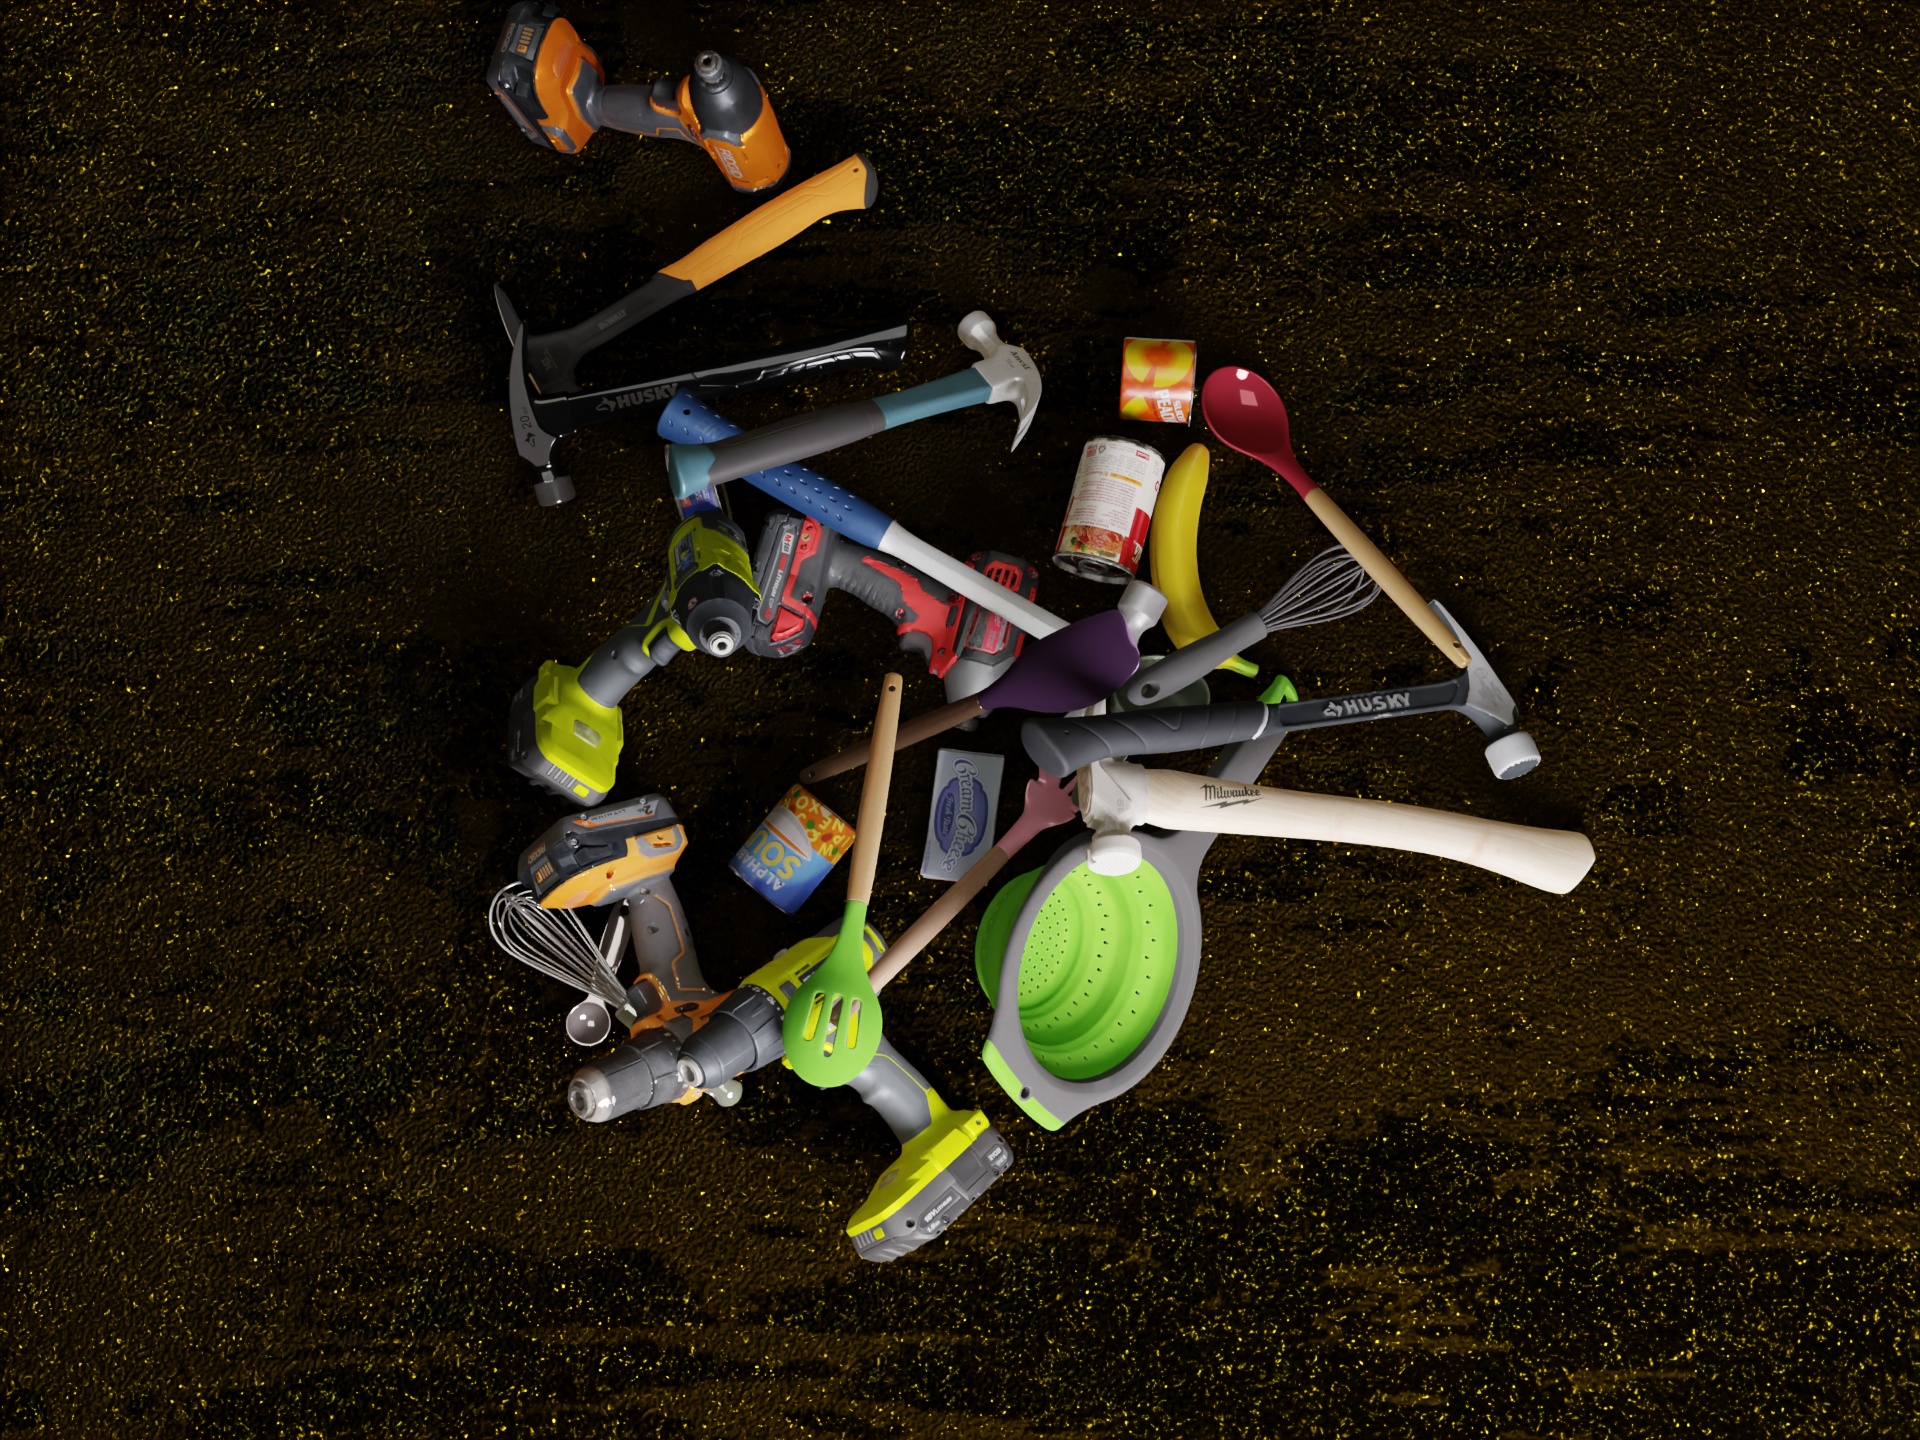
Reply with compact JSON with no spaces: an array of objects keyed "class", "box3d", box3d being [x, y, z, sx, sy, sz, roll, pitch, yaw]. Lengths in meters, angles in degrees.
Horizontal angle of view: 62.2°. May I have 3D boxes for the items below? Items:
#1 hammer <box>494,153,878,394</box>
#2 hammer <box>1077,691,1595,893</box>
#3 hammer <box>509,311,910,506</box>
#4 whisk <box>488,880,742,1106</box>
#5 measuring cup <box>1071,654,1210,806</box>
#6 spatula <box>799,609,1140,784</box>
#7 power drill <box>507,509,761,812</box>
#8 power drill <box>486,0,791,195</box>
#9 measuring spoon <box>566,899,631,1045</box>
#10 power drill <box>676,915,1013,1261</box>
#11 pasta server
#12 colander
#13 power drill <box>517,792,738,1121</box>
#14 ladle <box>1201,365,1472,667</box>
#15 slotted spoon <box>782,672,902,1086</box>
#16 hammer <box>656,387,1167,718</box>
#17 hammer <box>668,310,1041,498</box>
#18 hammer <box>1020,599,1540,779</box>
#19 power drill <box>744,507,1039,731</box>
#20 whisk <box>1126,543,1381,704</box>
[{"class":"hammer","box3d":[-0.223,-0.386,1.337,0.337,0.034,0.127,-30,82,-1]},{"class":"hammer","box3d":[0.282,0.065,1.175,0.410,0.038,0.146,9,57,-15]},{"class":"hammer","box3d":[-0.203,-0.284,1.300,0.334,0.035,0.146,-14,111,-3]},{"class":"whisk","box3d":[-0.265,0.214,1.233,0.246,0.058,0.059,42,68,-3]},{"class":"measuring cup","box3d":[0.129,0.017,1.220,0.083,0.038,0.168,29,56,18]},{"class":"spatula","box3d":[-0.002,-0.004,1.193,0.316,0.018,0.060,-22,88,32]},{"class":"power drill","box3d":[-0.242,-0.042,1.204,0.223,0.171,0.080,-44,121,15]},{"class":"power drill","box3d":[-0.260,-0.510,1.293,0.226,0.164,0.084,16,84,8]},{"class":"measuring spoon","box3d":[-0.281,0.197,1.267,0.034,0.018,0.124,17,76,-4]},{"class":"power drill","box3d":[-0.085,0.275,1.168,0.190,0.080,0.228,-31,83,-45]},{"class":"pasta server","box3d":[0.014,0.115,1.201,0.060,0.040,0.316,40,65,15]},{"class":"colander","box3d":[0.126,0.114,1.212,0.397,0.094,0.204,-52,126,-21]},{"class":"power drill","box3d":[-0.247,0.180,1.186,0.084,0.185,0.226,-37,77,37]},{"class":"ladle","box3d":[0.291,-0.160,1.239,0.069,0.031,0.316,-28,65,-16]},{"class":"slotted spoon","box3d":[-0.074,0.108,1.163,0.070,0.031,0.314,10,68,-3]},{"class":"hammer","box3d":[-0.051,-0.132,1.216,0.405,0.035,0.144,30,81,2]},{"class":"hammer","box3d":[-0.077,-0.231,1.216,0.331,0.033,0.128,-23,62,-29]},{"class":"hammer","box3d":[0.232,-0.007,1.158,0.408,0.036,0.149,-6,62,-24]},{"class":"power drill","box3d":[-0.058,-0.080,1.262,0.219,0.078,0.143,14,83,2]},{"class":"whisk","box3d":[0.231,-0.071,1.236,0.239,0.055,0.055,-29,81,-12]}]
